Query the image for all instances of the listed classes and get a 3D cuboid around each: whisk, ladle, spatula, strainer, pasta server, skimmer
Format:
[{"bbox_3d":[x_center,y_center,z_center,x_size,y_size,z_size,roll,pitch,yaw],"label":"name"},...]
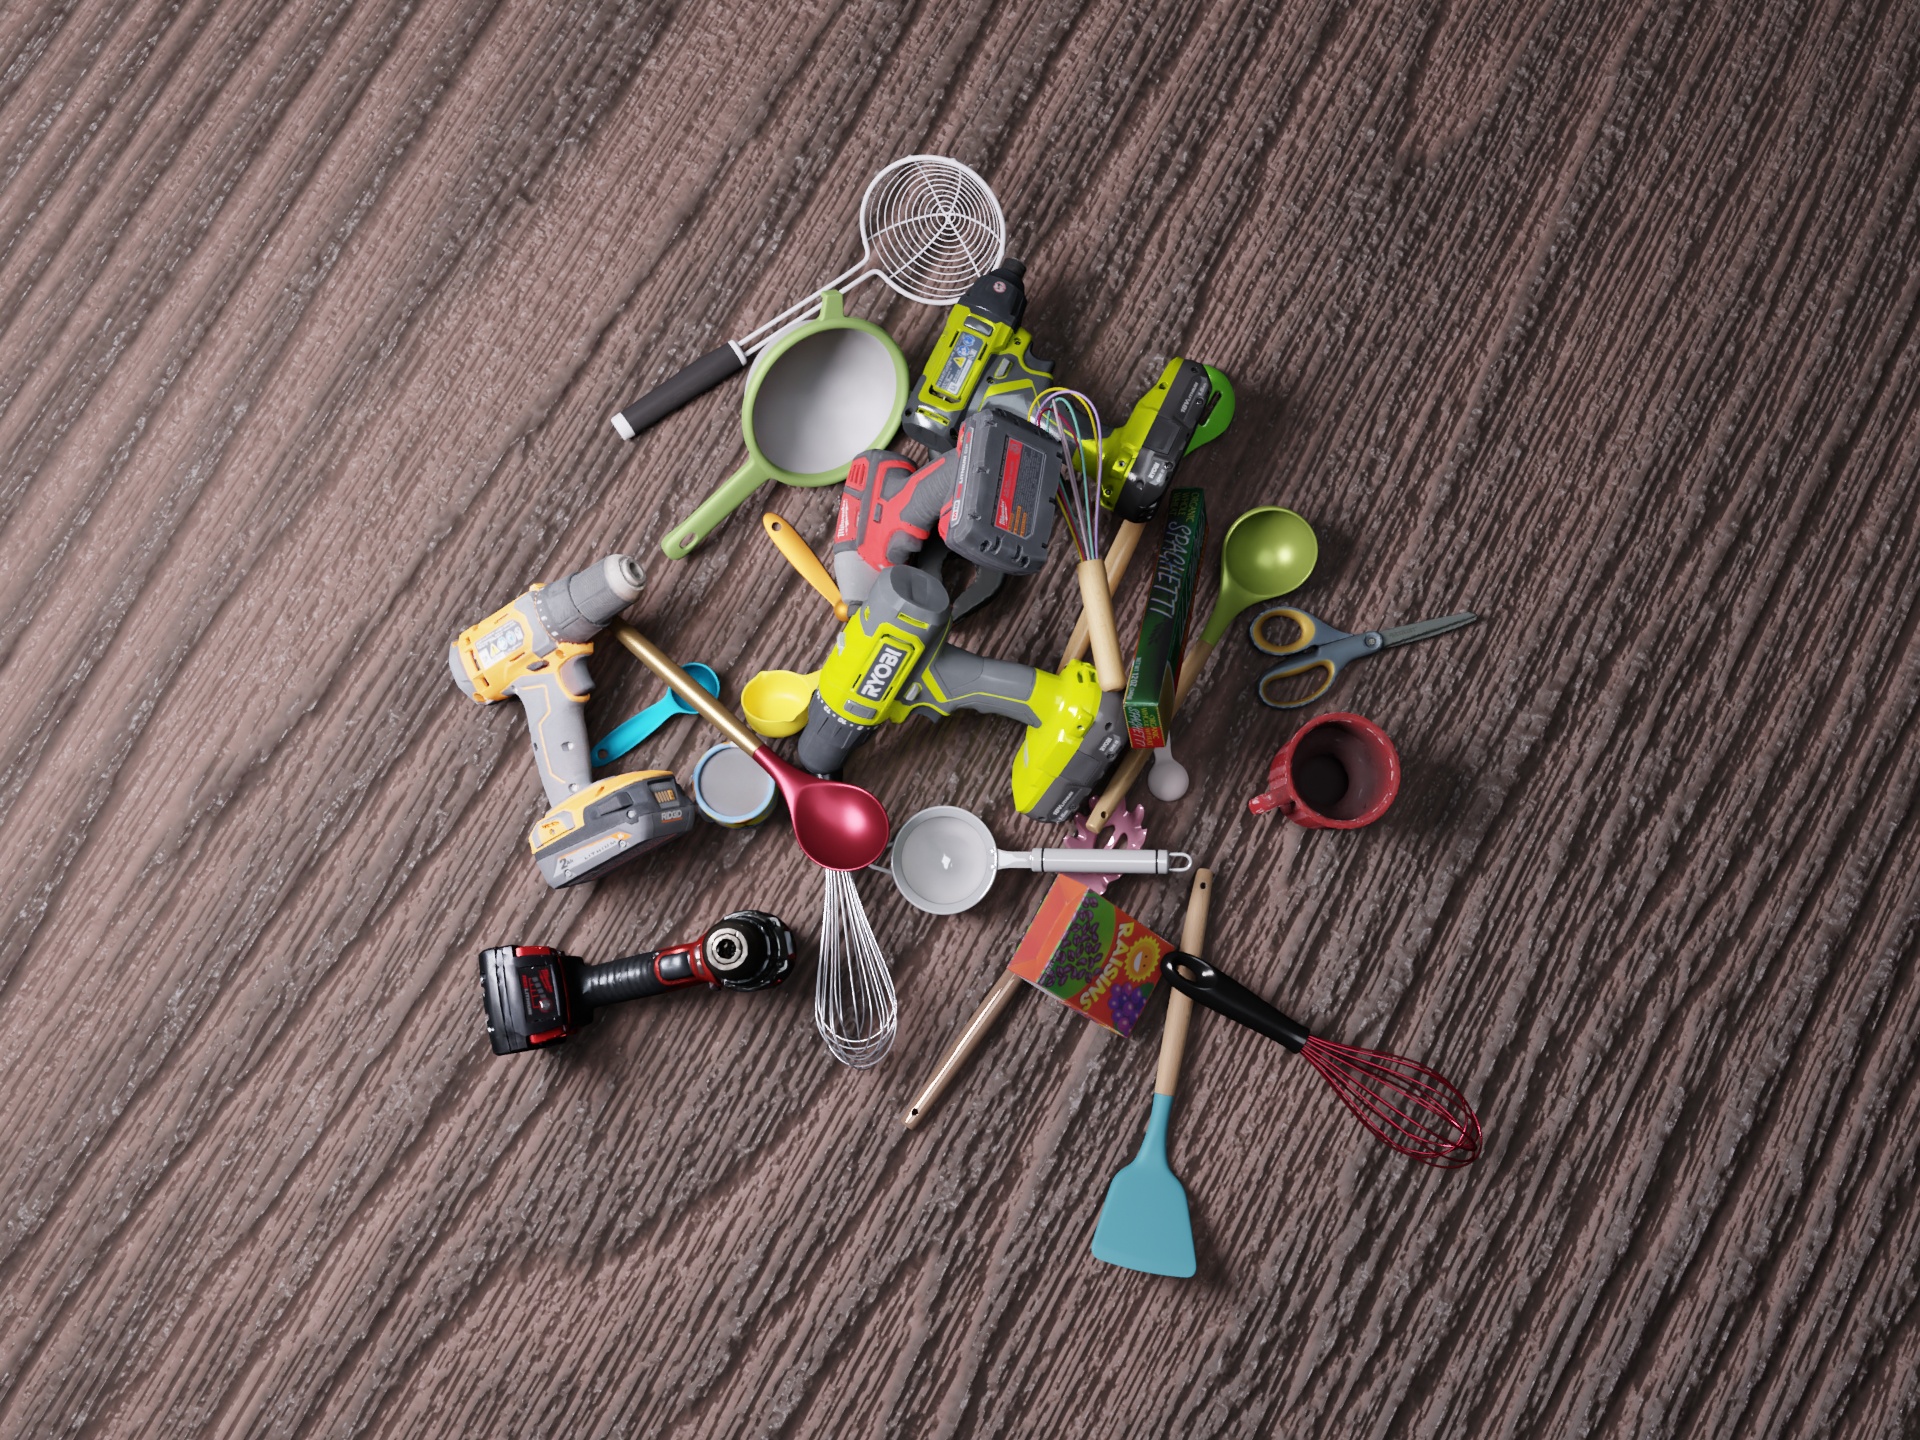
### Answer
[{"bbox_3d":[-0.095,0.136,1.274,0.070,0.070,0.285,-7,76,-4],"label":"whisk"},{"bbox_3d":[0.192,-0.043,1.293,0.078,0.062,0.320,37,73,-9],"label":"ladle"},{"bbox_3d":[0.287,0.264,1.259,0.296,0.073,0.073,31,81,0],"label":"whisk"},{"bbox_3d":[0.171,0.273,1.269,0.082,0.044,0.317,11,80,2],"label":"spatula"},{"bbox_3d":[0.092,-0.140,1.221,0.047,0.051,0.245,-2,77,-36],"label":"whisk"},{"bbox_3d":[-0.177,0.008,1.243,0.315,0.031,0.069,40,74,14],"label":"ladle"},{"bbox_3d":[-0.160,-0.237,1.317,0.256,0.151,0.069,-43,49,5],"label":"strainer"},{"bbox_3d":[0.049,0.194,1.278,0.060,0.040,0.316,34,82,21],"label":"pasta server"},{"bbox_3d":[-0.131,-0.339,1.327,0.363,0.090,0.127,-34,113,-6],"label":"skimmer"},{"bbox_3d":[0.054,0.112,1.267,0.258,0.050,0.087,0,84,9],"label":"strainer"}]

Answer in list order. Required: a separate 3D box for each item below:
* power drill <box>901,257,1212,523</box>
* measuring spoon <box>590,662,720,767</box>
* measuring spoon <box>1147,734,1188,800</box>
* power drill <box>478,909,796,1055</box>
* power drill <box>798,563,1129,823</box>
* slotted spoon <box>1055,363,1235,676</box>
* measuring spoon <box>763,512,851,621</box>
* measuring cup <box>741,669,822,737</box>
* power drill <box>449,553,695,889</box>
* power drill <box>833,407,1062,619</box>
[{"bbox_3d":[0.085,-0.272,1.309,0.223,0.080,0.171,25,81,5],"label":"power drill"},{"bbox_3d":[-0.252,-0.001,1.307,0.128,0.021,0.042,-35,85,1],"label":"measuring spoon"},{"bbox_3d":[0.165,0.005,1.324,0.034,0.018,0.124,-9,81,-4],"label":"measuring spoon"},{"bbox_3d":[-0.238,0.189,1.191,0.226,0.188,0.080,-12,81,-1],"label":"power drill"},{"bbox_3d":[-0.002,-0.004,1.242,0.228,0.190,0.080,21,36,-17],"label":"power drill"},{"bbox_3d":[0.151,-0.169,1.348,0.070,0.031,0.314,25,82,4],"label":"slotted spoon"},{"bbox_3d":[-0.127,-0.130,1.333,0.021,0.011,0.117,-39,85,-8],"label":"measuring spoon"},{"bbox_3d":[-0.105,-0.029,1.312,0.156,0.029,0.062,-22,51,-19],"label":"measuring cup"},{"bbox_3d":[-0.288,-0.004,1.240,0.185,0.084,0.226,-28,82,25],"label":"power drill"},{"bbox_3d":[-0.024,-0.156,1.248,0.078,0.220,0.143,19,75,-35],"label":"power drill"}]
